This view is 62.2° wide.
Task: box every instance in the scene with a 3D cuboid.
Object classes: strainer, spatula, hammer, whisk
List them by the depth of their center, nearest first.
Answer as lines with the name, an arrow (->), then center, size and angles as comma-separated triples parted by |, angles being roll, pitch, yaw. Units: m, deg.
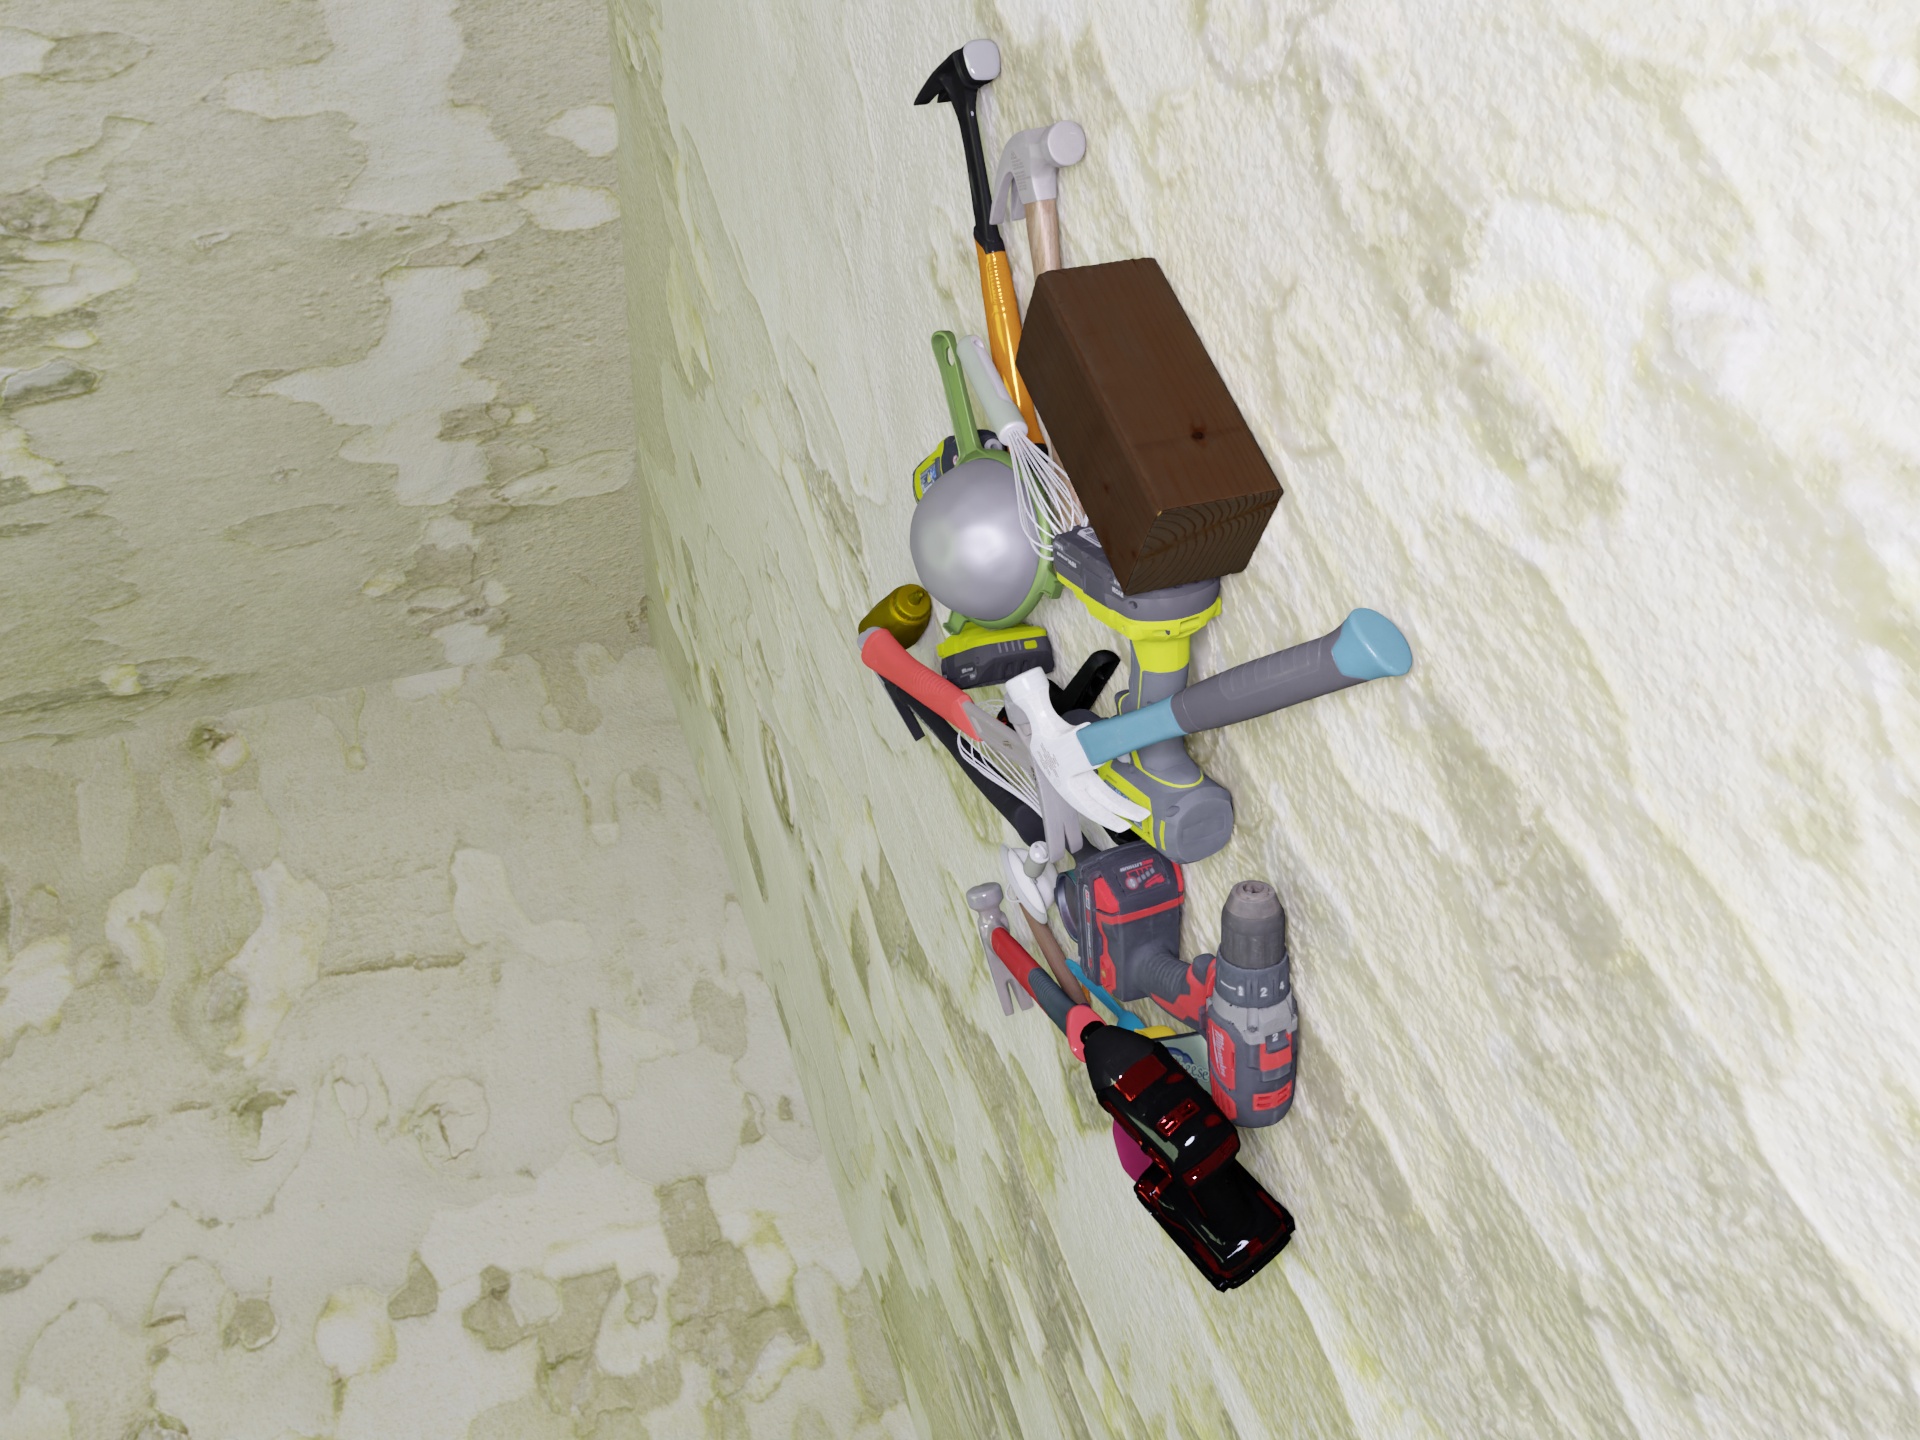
hammer -> 0.151, -0.009, 1.018 | 0.331, 0.033, 0.128 | -22, 94, 55
hammer -> 0.074, -0.282, 1.228 | 0.130, 0.031, 0.331 | -149, 49, -66
whisk -> 0.045, -0.220, 1.248 | 0.059, 0.057, 0.247 | -44, 51, 29
hammer -> 0.024, -0.372, 1.314 | 0.127, 0.034, 0.337 | -169, 68, -70
strainer -> -0.007, -0.200, 1.318 | 0.151, 0.069, 0.256 | -16, 85, 51
hammer -> -0.002, -0.004, 1.392 | 0.359, 0.036, 0.149 | 35, 144, 59
whisk -> 0.074, 0.071, 1.446 | 0.285, 0.070, 0.070 | 53, 150, 43
strainer -> 0.069, 0.136, 1.451 | 0.087, 0.050, 0.258 | 60, 173, 11
spatula -> 0.106, 0.255, 1.483 | 0.316, 0.018, 0.059 | -120, 19, -56
hammer -> 0.076, 0.260, 1.489 | 0.386, 0.038, 0.143 | -149, 42, -77
hammer -> 0.000, 0.031, 1.625 | 0.335, 0.035, 0.146 | 46, 169, 48

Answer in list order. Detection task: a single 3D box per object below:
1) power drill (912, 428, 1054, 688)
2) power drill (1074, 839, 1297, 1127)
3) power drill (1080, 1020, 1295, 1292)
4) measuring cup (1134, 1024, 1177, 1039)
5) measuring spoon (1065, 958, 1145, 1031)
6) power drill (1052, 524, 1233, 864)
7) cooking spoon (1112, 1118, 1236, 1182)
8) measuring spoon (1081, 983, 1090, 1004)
power drill -> 0.017, -0.144, 1.431 | 0.171, 0.080, 0.223 | 166, 94, -73
power drill -> 0.170, 0.168, 1.174 | 0.227, 0.080, 0.187 | -138, 38, -57
power drill -> 0.157, 0.309, 1.152 | 0.143, 0.078, 0.219 | 42, 166, 45
measuring cup -> 0.164, 0.309, 1.372 | 0.156, 0.029, 0.062 | 101, 151, -58
measuring spoon -> 0.125, 0.256, 1.420 | 0.129, 0.021, 0.042 | 42, 152, 44
power drill -> 0.123, -0.029, 1.163 | 0.191, 0.080, 0.228 | 41, 142, 53
cooking spoon -> 0.183, 0.352, 1.354 | 0.318, 0.017, 0.069 | 122, 135, -67
measuring spoon -> 0.113, 0.224, 1.493 | 0.021, 0.011, 0.116 | -133, 35, -58
